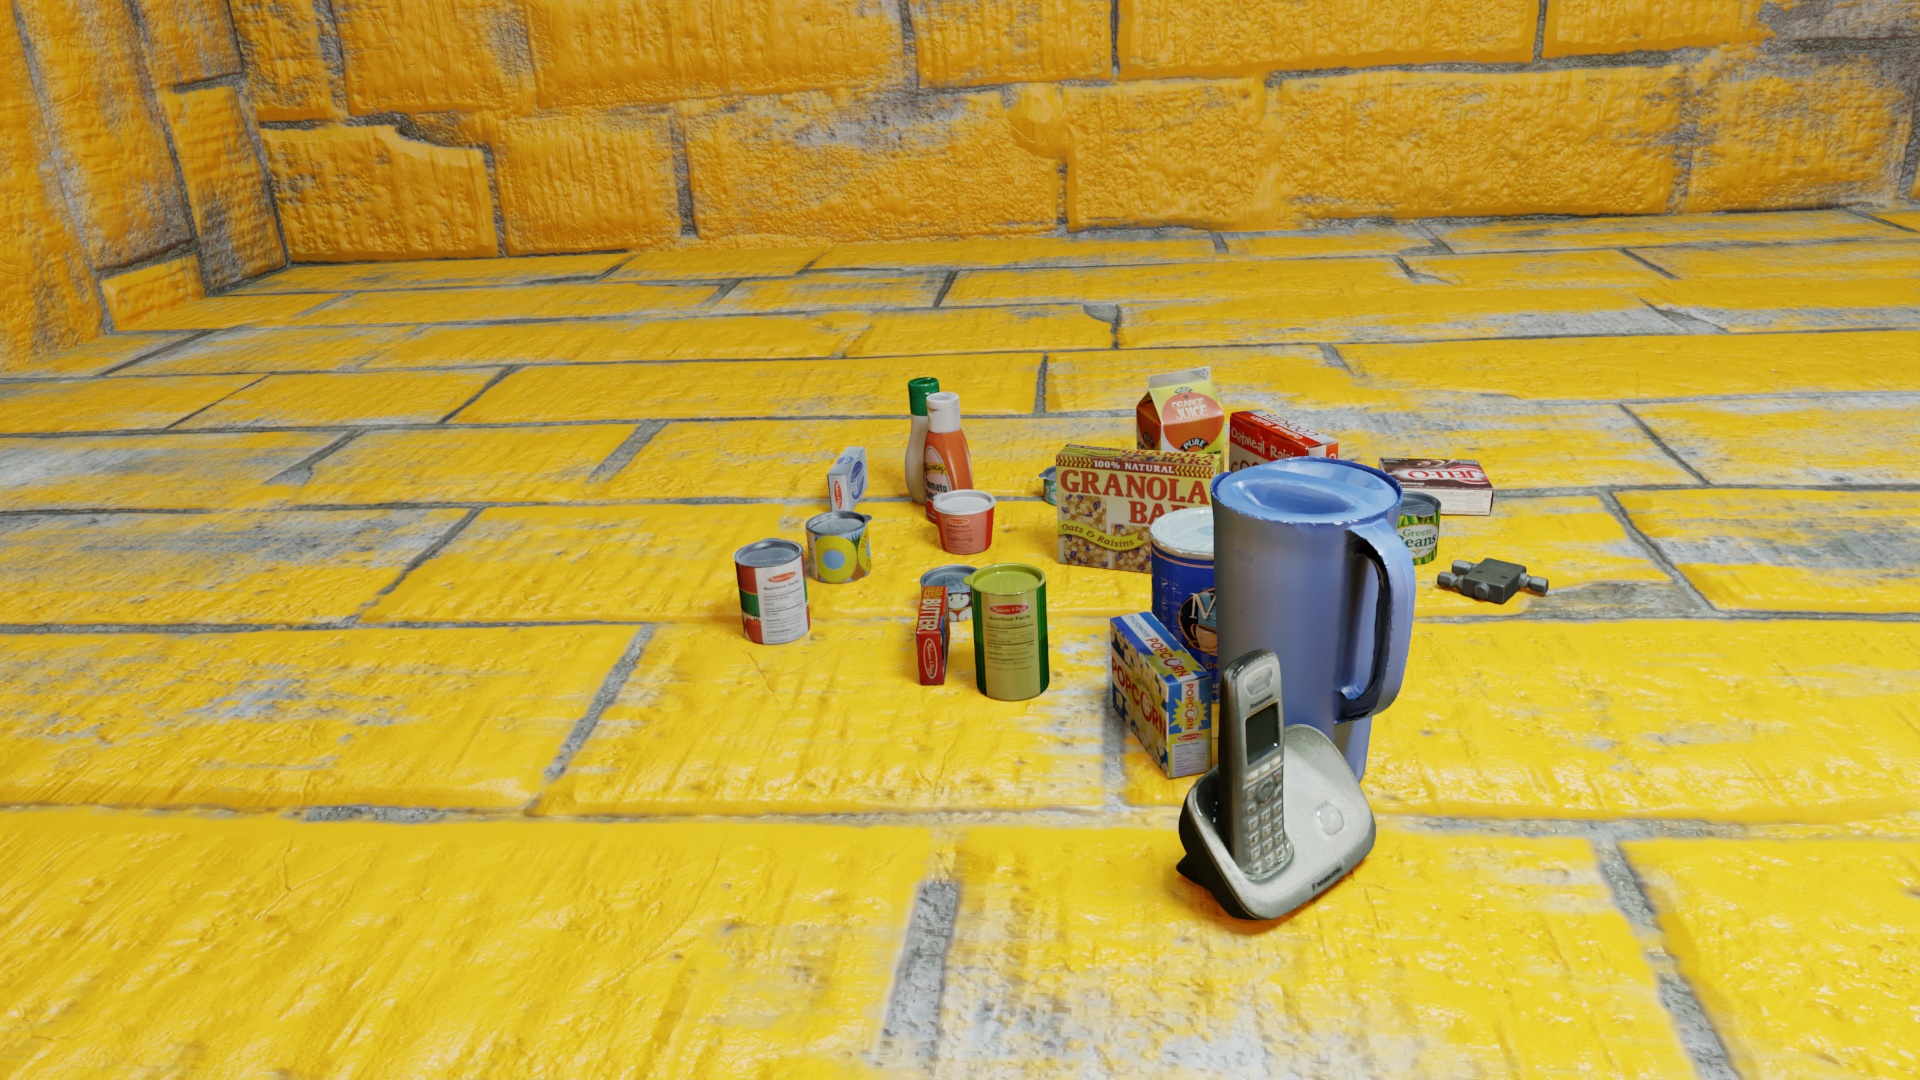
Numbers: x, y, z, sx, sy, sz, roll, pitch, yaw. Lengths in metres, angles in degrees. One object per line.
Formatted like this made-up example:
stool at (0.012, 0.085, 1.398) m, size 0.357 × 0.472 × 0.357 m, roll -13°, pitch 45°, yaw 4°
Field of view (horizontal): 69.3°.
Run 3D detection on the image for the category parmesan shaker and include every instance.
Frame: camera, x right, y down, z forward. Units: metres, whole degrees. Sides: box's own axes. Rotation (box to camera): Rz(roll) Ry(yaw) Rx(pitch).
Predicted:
parmesan shaker at (0.040, 0.079, 1.205) m, size 0.071 × 0.102 × 0.071 m, roll -3°, pitch 22°, yaw 1°

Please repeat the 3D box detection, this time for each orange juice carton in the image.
orange juice carton at (0.230, -0.086, 1.459) m, size 0.072 × 0.191 × 0.073 m, roll -9°, pitch 23°, yaw -13°

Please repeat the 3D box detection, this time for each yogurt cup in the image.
yogurt cup at (0.005, -0.019, 1.511) m, size 0.072 × 0.053 × 0.073 m, roll -3°, pitch 22°, yaw 1°

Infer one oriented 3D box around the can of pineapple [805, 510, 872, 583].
can of pineapple at (-0.126, 0.007, 1.463) m, size 0.071 × 0.057 × 0.071 m, roll -3°, pitch 22°, yaw 1°

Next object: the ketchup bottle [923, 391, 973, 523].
ketchup bottle at (-0.015, -0.092, 1.566) m, size 0.044 × 0.148 × 0.065 m, roll -21°, pitch 28°, yaw -37°

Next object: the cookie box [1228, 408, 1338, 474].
cookie box at (0.310, -0.032, 1.352) m, size 0.040 × 0.166 × 0.123 m, roll -13°, pitch 24°, yaw -22°

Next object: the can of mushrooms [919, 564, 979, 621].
can of mushrooms at (-0.004, 0.051, 1.368) m, size 0.071 × 0.033 × 0.071 m, roll -3°, pitch 22°, yaw 1°

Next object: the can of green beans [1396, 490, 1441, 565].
can of green beans at (0.457, -0.013, 1.426) m, size 0.071 × 0.057 × 0.071 m, roll -3°, pitch 22°, yaw 1°

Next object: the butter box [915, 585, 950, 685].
butter box at (-0.024, 0.085, 1.265) m, size 0.024 × 0.053 × 0.104 m, roll -2°, pitch 22°, yaw 4°

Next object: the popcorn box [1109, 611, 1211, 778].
popcorn box at (0.159, 0.121, 1.110) m, size 0.038 × 0.085 × 0.127 m, roll -9°, pitch 23°, yaw -13°

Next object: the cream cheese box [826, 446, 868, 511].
cream cheese box at (-0.134, -0.071, 1.658) m, size 0.024 × 0.053 × 0.104 m, roll 1°, pitch 23°, yaw 10°

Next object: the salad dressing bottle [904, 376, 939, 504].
salad dressing bottle at (-0.038, -0.117, 1.632) m, size 0.064 × 0.147 × 0.044 m, roll -21°, pitch 28°, yaw -37°

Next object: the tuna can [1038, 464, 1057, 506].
tuna can at (0.127, -0.065, 1.632) m, size 0.071 × 0.032 × 0.071 m, roll -3°, pitch 22°, yaw 1°

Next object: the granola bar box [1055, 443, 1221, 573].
granola bar box at (0.183, -0.031, 1.422) m, size 0.165 × 0.123 × 0.039 m, roll 6°, pitch 24°, yaw 22°

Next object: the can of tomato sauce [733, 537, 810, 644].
can of tomato sauce at (-0.181, 0.049, 1.336) m, size 0.071 × 0.082 × 0.071 m, roll -3°, pitch 22°, yaw 1°
